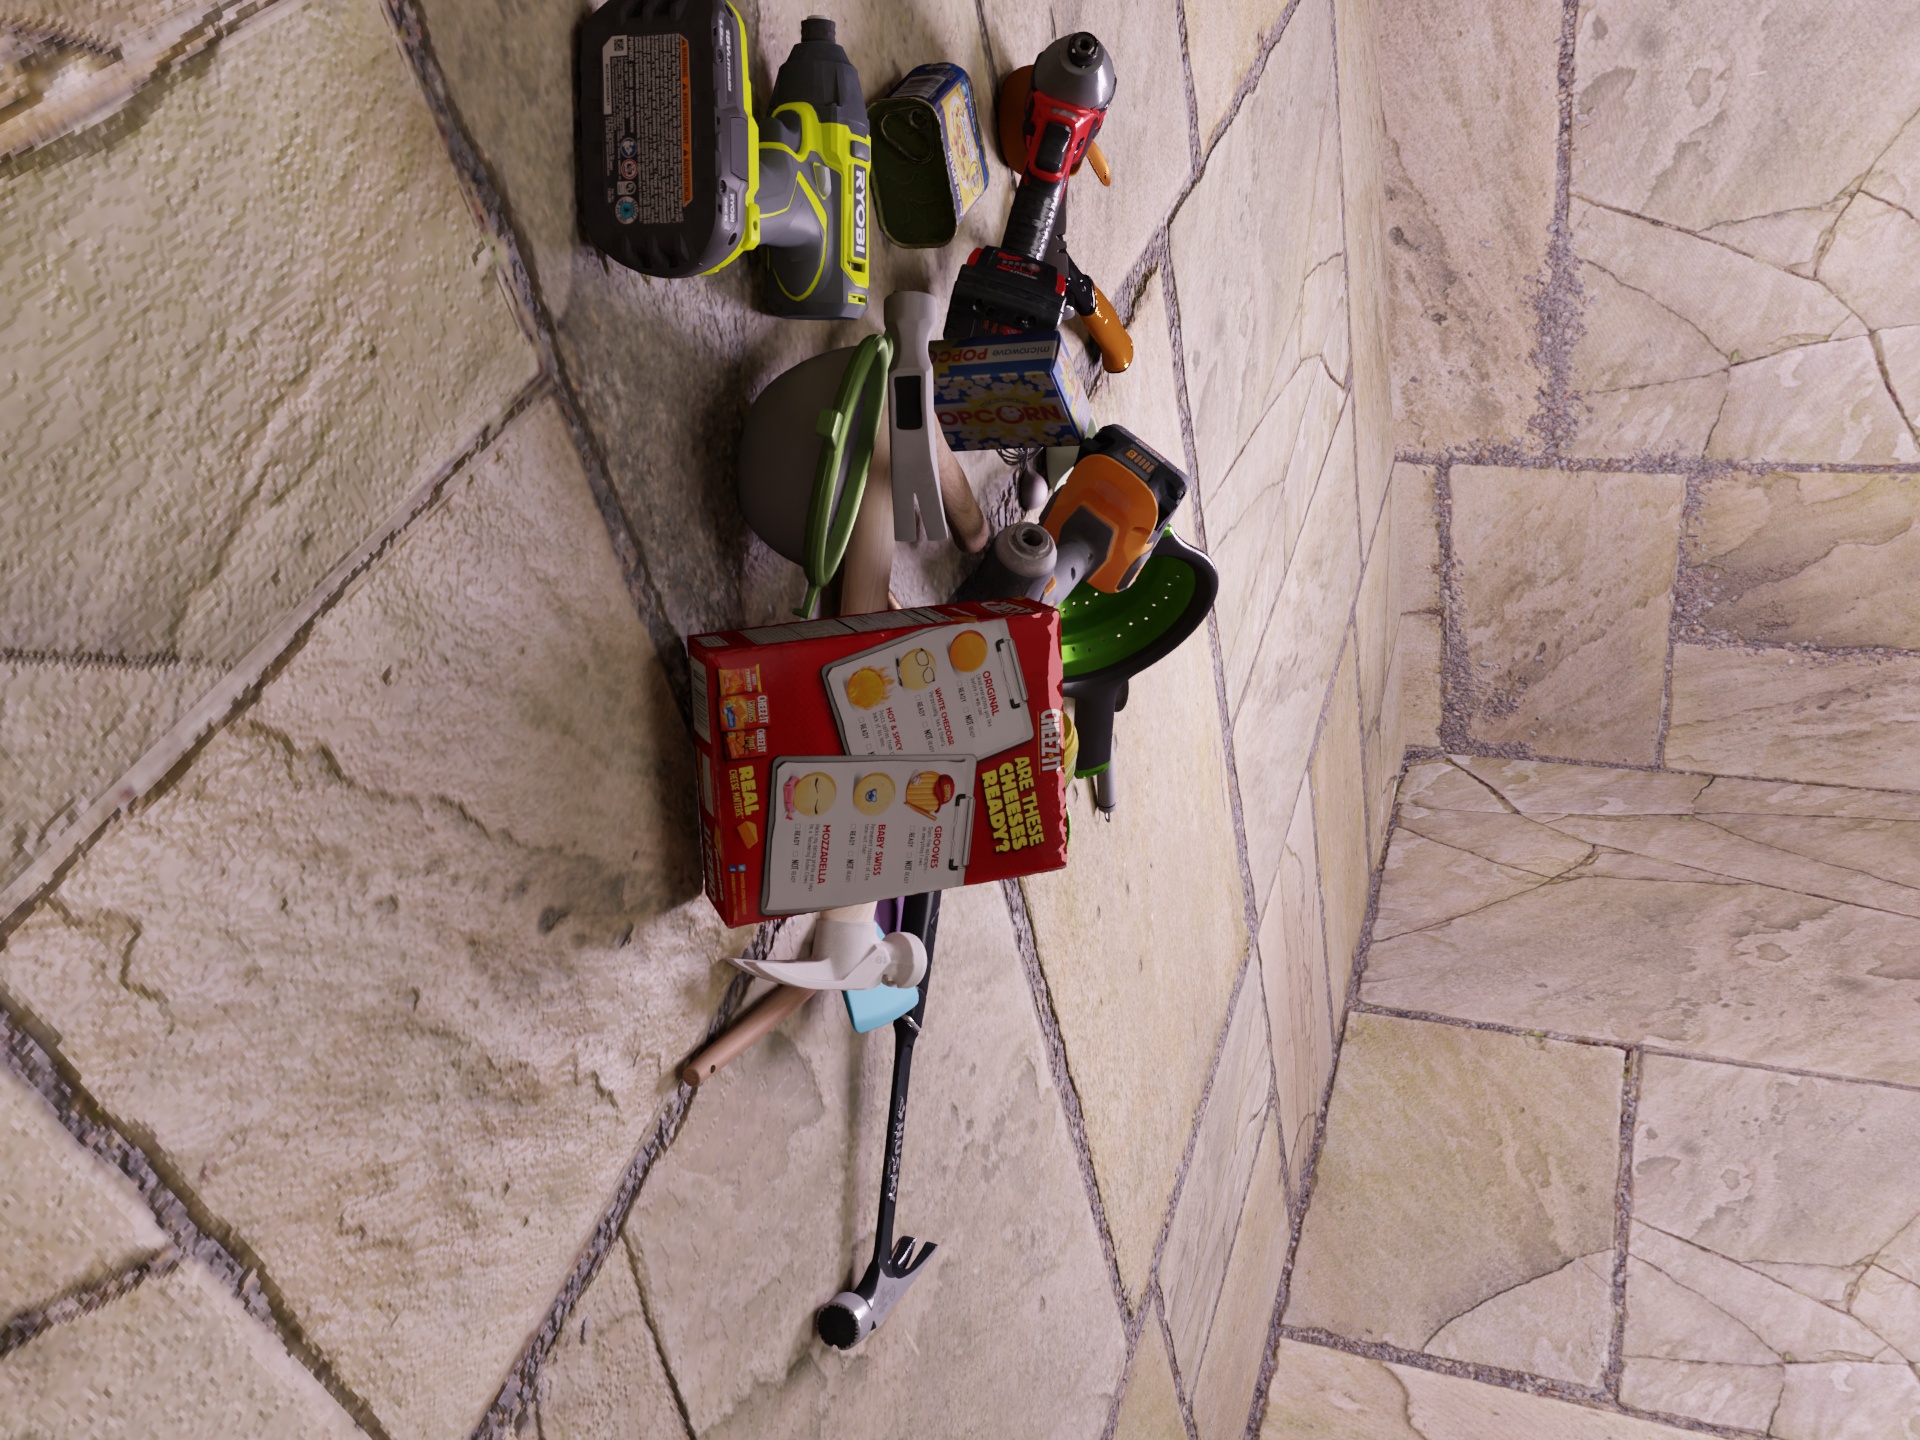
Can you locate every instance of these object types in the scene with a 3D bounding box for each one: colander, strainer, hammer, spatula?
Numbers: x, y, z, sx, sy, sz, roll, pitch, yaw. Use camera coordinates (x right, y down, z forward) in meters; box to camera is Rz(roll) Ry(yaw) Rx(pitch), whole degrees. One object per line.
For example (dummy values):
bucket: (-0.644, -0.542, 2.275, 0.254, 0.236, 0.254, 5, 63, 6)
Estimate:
colander: (0.108, -0.074, 1.408, 0.396, 0.204, 0.095, 86, -16, -60)
strainer: (0.139, 0.005, 1.567, 0.087, 0.050, 0.258, -125, -158, -48)
hammer: (-0.072, -0.032, 1.037, 0.146, 0.038, 0.411, 10, 82, -46)
strainer: (-0.084, -0.195, 0.969, 0.151, 0.069, 0.257, 104, 0, -46)
spatula: (-0.097, 0.174, 1.074, 0.316, 0.018, 0.059, -31, 122, -63)
hammer: (0.110, -0.369, 1.372, 0.336, 0.034, 0.127, 7, 81, -75)
spatula: (-0.067, 0.049, 1.086, 0.082, 0.044, 0.317, -13, 105, -58)
hammer: (-0.038, 0.244, 1.182, 0.149, 0.036, 0.409, -1, 98, -68)
hammer: (-0.011, -0.158, 1.039, 0.331, 0.031, 0.130, 44, 45, -81)

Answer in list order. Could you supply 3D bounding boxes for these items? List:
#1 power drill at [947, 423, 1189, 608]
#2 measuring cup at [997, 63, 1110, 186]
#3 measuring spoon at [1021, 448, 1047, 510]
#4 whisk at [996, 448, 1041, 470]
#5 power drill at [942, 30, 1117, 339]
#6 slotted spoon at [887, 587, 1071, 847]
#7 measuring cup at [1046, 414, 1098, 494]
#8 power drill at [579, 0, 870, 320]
power drill: (0.066, -0.113, 1.088, 0.226, 0.084, 0.185, -45, 170, -33)
measuring cup: (0.079, -0.477, 1.314, 0.173, 0.052, 0.095, 11, 85, -69)
measuring spoon: (0.065, -0.243, 1.369, 0.034, 0.018, 0.124, -26, 117, -63)
whisk: (0.053, -0.320, 1.295, 0.055, 0.055, 0.239, 22, 70, -66)
power drill: (0.057, -0.376, 1.137, 0.143, 0.078, 0.220, 141, -34, -84)
slotted spoon: (-0.002, -0.004, 1.167, 0.070, 0.031, 0.313, -43, 125, -16)
measuring cup: (0.087, -0.216, 1.380, 0.168, 0.038, 0.083, -53, 141, -60)
power drill: (-0.113, -0.313, 0.869, 0.223, 0.080, 0.171, -27, 119, -68)
